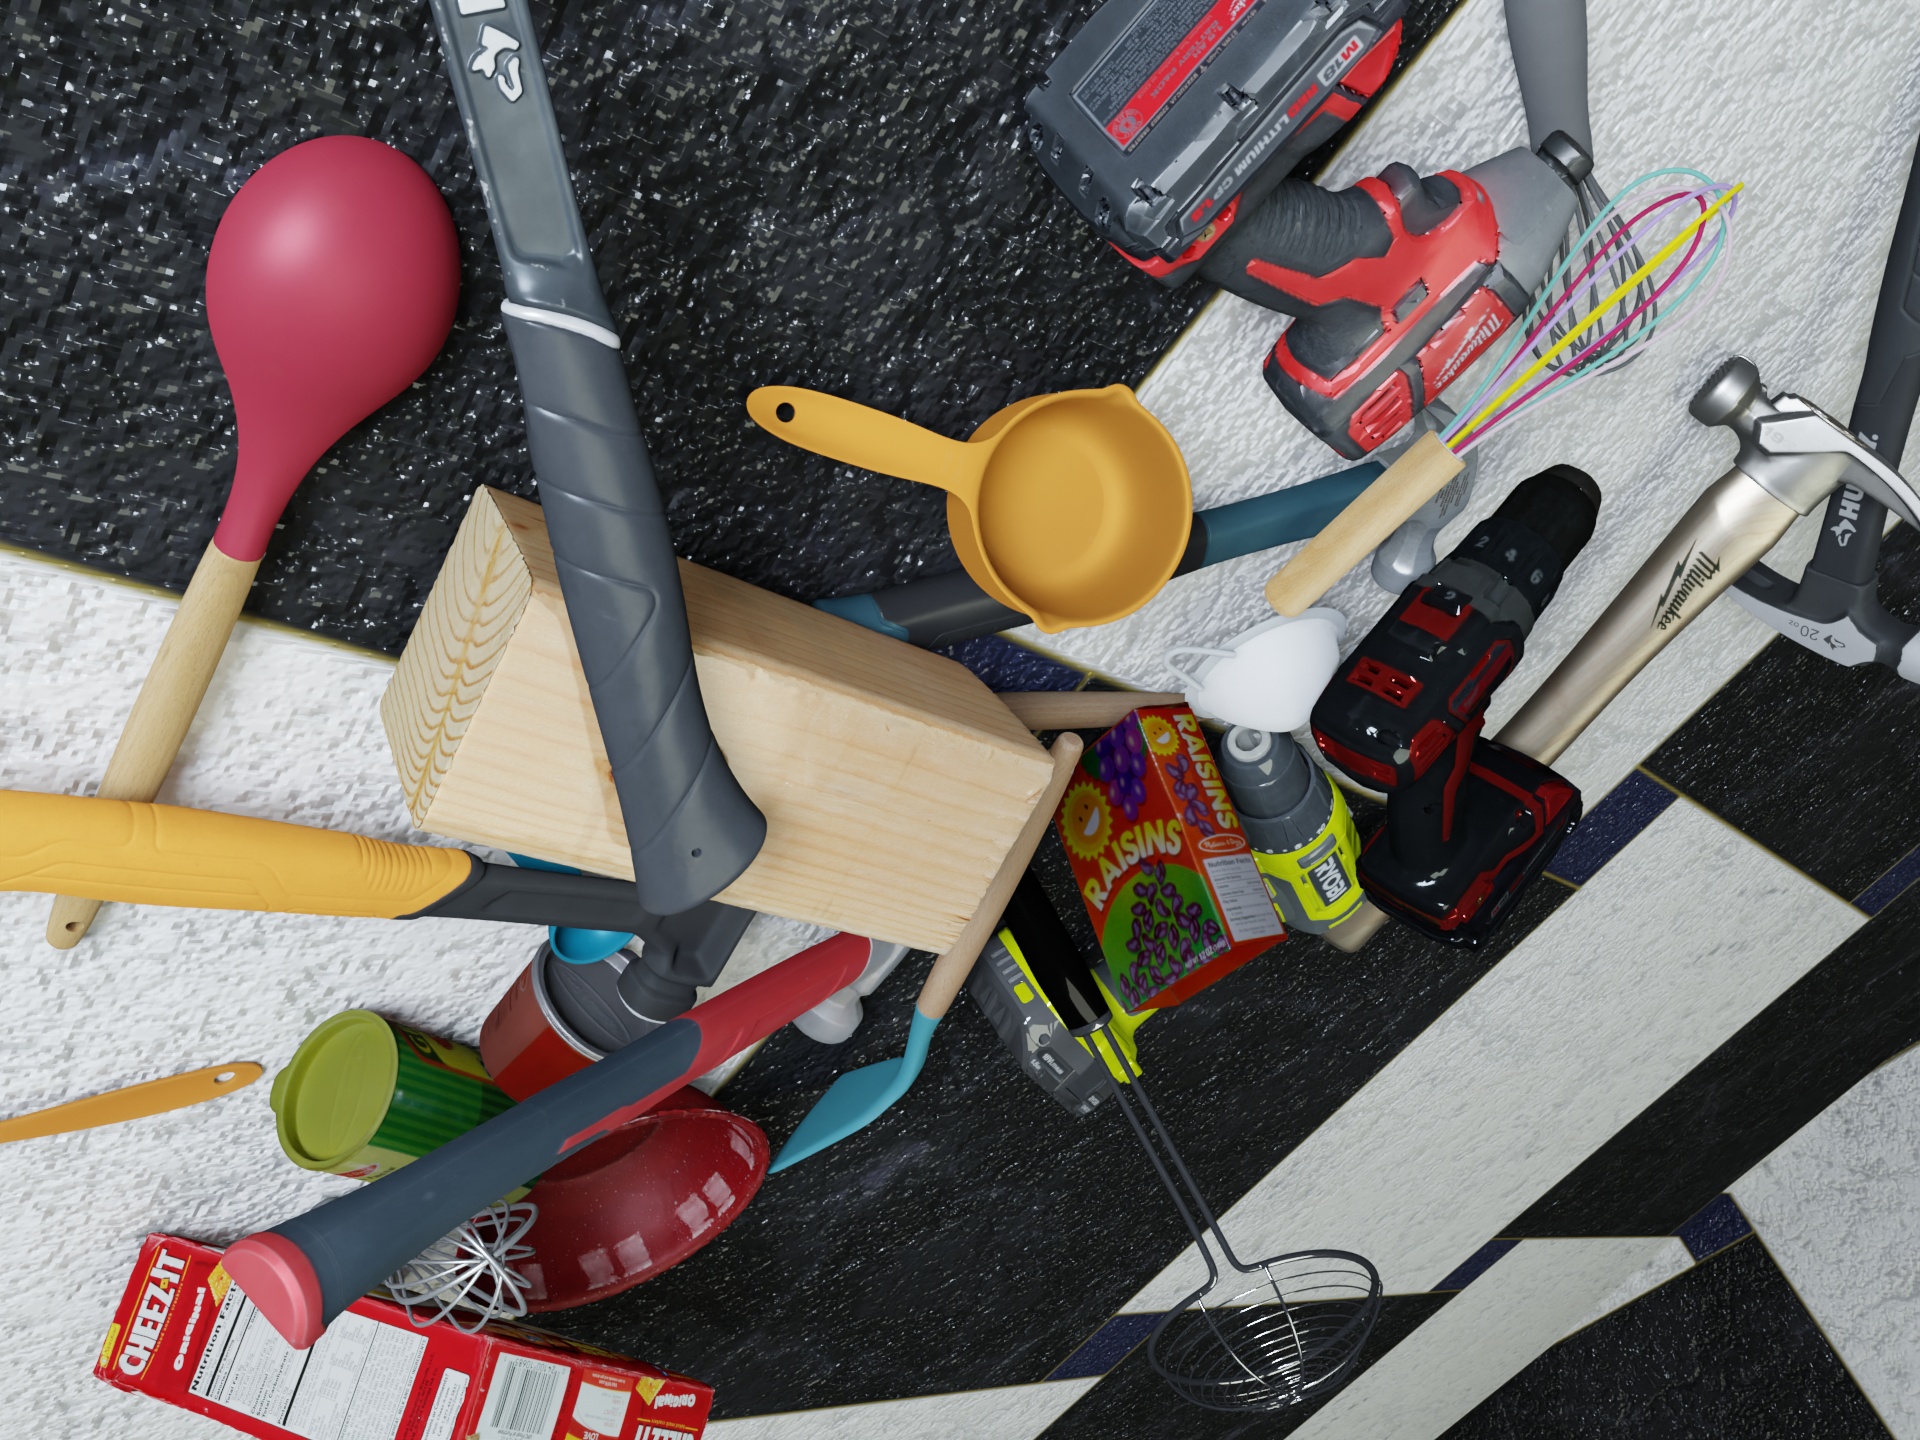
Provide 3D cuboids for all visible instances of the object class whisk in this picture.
[{"bbox_3d":[-0.234,0.216,0.661,0.058,0.059,0.246,-45,-165,-34],"label":"whisk"},{"bbox_3d":[0.217,-0.129,0.658,0.051,0.047,0.245,36,117,-19],"label":"whisk"},{"bbox_3d":[0.245,-0.224,0.637,0.055,0.055,0.238,-35,139,1],"label":"whisk"}]

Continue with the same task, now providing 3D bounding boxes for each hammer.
[{"bbox_3d":[-0.111,-0.119,0.402,0.149,0.036,0.408,-17,122,-16],"label":"hammer"},{"bbox_3d":[-0.111,0.124,0.622,0.143,0.038,0.386,-55,165,22],"label":"hammer"},{"bbox_3d":[0.474,-0.178,0.818,0.035,0.146,0.334,-31,133,-26],"label":"hammer"},{"bbox_3d":[0.091,-0.074,0.695,0.331,0.033,0.128,-17,140,-22],"label":"hammer"},{"bbox_3d":[0.349,0.000,0.906,0.410,0.146,0.038,-54,173,31],"label":"hammer"},{"bbox_3d":[-0.209,0.051,0.573,0.336,0.034,0.127,13,116,-45],"label":"hammer"}]

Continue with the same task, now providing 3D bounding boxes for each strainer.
[{"bbox_3d":[0.202,-0.028,0.809,0.258,0.050,0.086,-10,150,-41],"label":"strainer"}]

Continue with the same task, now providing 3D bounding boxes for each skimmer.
[{"bbox_3d":[0.095,0.199,0.816,0.127,0.363,0.090,-28,-176,8],"label":"skimmer"}]

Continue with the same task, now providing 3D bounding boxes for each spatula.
[{"bbox_3d":[-0.001,-0.002,0.716,0.315,0.018,0.059,-2,147,-35],"label":"spatula"},{"bbox_3d":[-0.016,0.120,0.781,0.082,0.044,0.317,-46,165,-53],"label":"spatula"}]

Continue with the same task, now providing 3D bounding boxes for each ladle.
[{"bbox_3d":[-0.237,-0.036,0.499,0.069,0.031,0.315,10,126,-42],"label":"ladle"}]

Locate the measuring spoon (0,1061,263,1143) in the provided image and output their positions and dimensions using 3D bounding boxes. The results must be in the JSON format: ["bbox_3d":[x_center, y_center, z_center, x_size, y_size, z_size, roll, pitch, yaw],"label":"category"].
[{"bbox_3d":[-0.343,0.152,0.639,0.117,0.011,0.021,-8,135,-35],"label":"measuring spoon"}]

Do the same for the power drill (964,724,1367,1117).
[{"bbox_3d":[0.116,0.104,0.874,0.228,0.080,0.190,-38,143,0],"label":"power drill"}]

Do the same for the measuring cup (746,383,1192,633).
[{"bbox_3d":[0.000,-0.092,0.596,0.173,0.052,0.095,15,94,-18],"label":"measuring cup"}]

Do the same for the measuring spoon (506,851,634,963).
[{"bbox_3d":[-0.171,0.055,0.655,0.042,0.021,0.128,-34,138,-11],"label":"measuring spoon"}]

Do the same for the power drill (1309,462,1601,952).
[{"bbox_3d":[0.263,-0.004,0.808,0.188,0.080,0.226,-48,142,-15],"label":"power drill"}]

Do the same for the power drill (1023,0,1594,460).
[{"bbox_3d":[0.137,-0.188,0.564,0.143,0.079,0.219,-45,143,20],"label":"power drill"}]
